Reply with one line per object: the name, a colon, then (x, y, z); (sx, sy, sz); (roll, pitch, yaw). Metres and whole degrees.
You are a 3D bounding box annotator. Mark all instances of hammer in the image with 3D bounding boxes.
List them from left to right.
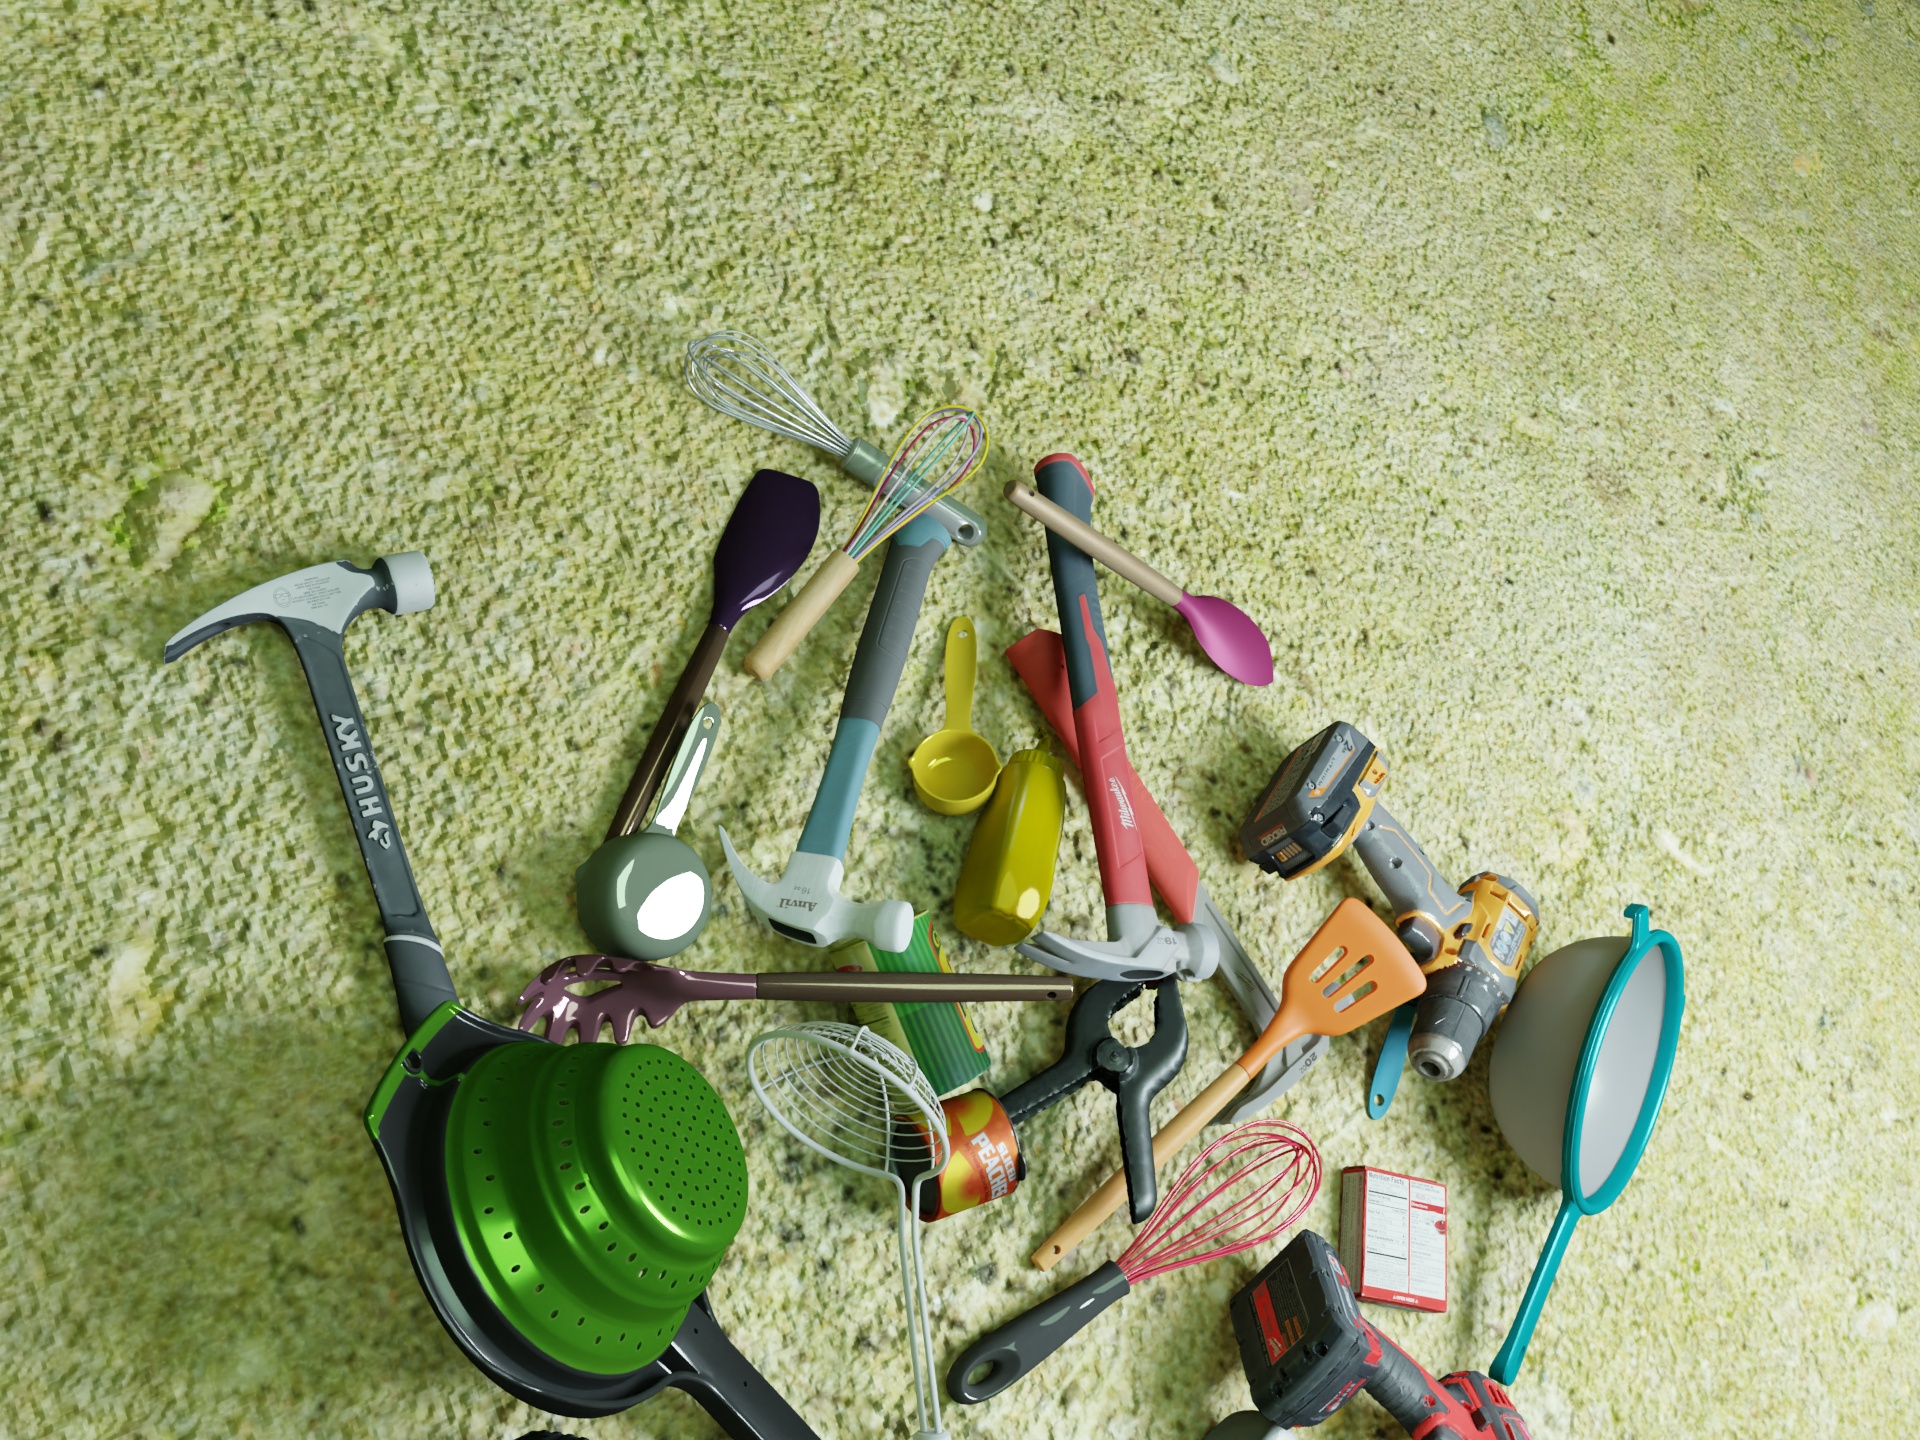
hammer: (-0.310, 0.105, 0.869); (0.149, 0.036, 0.409); (-15, 79, -30)
hammer: (-0.060, -0.007, 1.020); (0.128, 0.033, 0.331); (6, 55, 13)
hammer: (0.078, -0.016, 1.066); (0.143, 0.038, 0.387); (11, 59, -33)
hammer: (0.134, 0.098, 1.109); (0.149, 0.036, 0.359); (-32, 89, -33)

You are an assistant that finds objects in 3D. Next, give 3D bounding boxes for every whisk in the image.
whisk: (-0.082, -0.189, 1.097); (0.246, 0.057, 0.059); (31, 27, -20)
whisk: (-0.059, -0.121, 1.059); (0.047, 0.051, 0.245); (46, 70, -25)
whisk: (0.113, 0.338, 0.997); (0.296, 0.073, 0.073); (-25, 85, -26)

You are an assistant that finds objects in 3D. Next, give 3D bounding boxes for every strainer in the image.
strainer: (0.419, 0.299, 1.150); (0.210, 0.095, 0.340); (45, 68, -47)

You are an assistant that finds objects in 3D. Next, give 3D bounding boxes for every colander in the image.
colander: (-0.127, 0.293, 0.820); (0.397, 0.094, 0.205); (53, 18, -16)

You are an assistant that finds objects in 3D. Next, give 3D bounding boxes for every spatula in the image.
spatula: (-0.161, -0.036, 1.009); (0.060, 0.018, 0.316); (19, 62, 5)
spatula: (0.169, 0.243, 1.033); (0.322, 0.041, 0.081); (-38, 84, -20)

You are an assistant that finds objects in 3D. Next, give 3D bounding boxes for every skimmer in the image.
skimmer: (-0.044, 0.345, 0.880); (0.090, 0.127, 0.363); (-2, 82, -49)

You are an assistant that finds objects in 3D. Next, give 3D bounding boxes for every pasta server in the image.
pasta server: (-0.090, 0.158, 0.912); (0.316, 0.060, 0.040); (2, 31, -8)

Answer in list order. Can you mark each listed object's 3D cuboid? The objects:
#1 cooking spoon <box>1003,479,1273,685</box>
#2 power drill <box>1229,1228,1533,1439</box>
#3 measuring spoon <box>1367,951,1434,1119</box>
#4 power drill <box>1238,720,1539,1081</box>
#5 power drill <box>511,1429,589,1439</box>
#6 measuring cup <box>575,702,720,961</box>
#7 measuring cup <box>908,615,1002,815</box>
cooking spoon: (0.138, -0.098, 1.133); (0.318, 0.017, 0.069); (26, 52, -42)
power drill: (0.281, 0.435, 1.002); (0.219, 0.143, 0.078); (38, 103, -10)
measuring spoon: (0.317, 0.232, 1.171); (0.042, 0.021, 0.129); (27, 70, -12)
power drill: (0.308, 0.132, 1.142); (0.226, 0.084, 0.185); (44, 48, -3)
power drill: (-0.266, 0.397, 0.694); (0.228, 0.190, 0.080); (-11, 78, -35)
measuring cup: (-0.168, 0.062, 0.942); (0.083, 0.038, 0.168); (31, 66, -31)
measuring cup: (-0.002, -0.003, 1.082); (0.062, 0.029, 0.157); (3, 54, 0)
